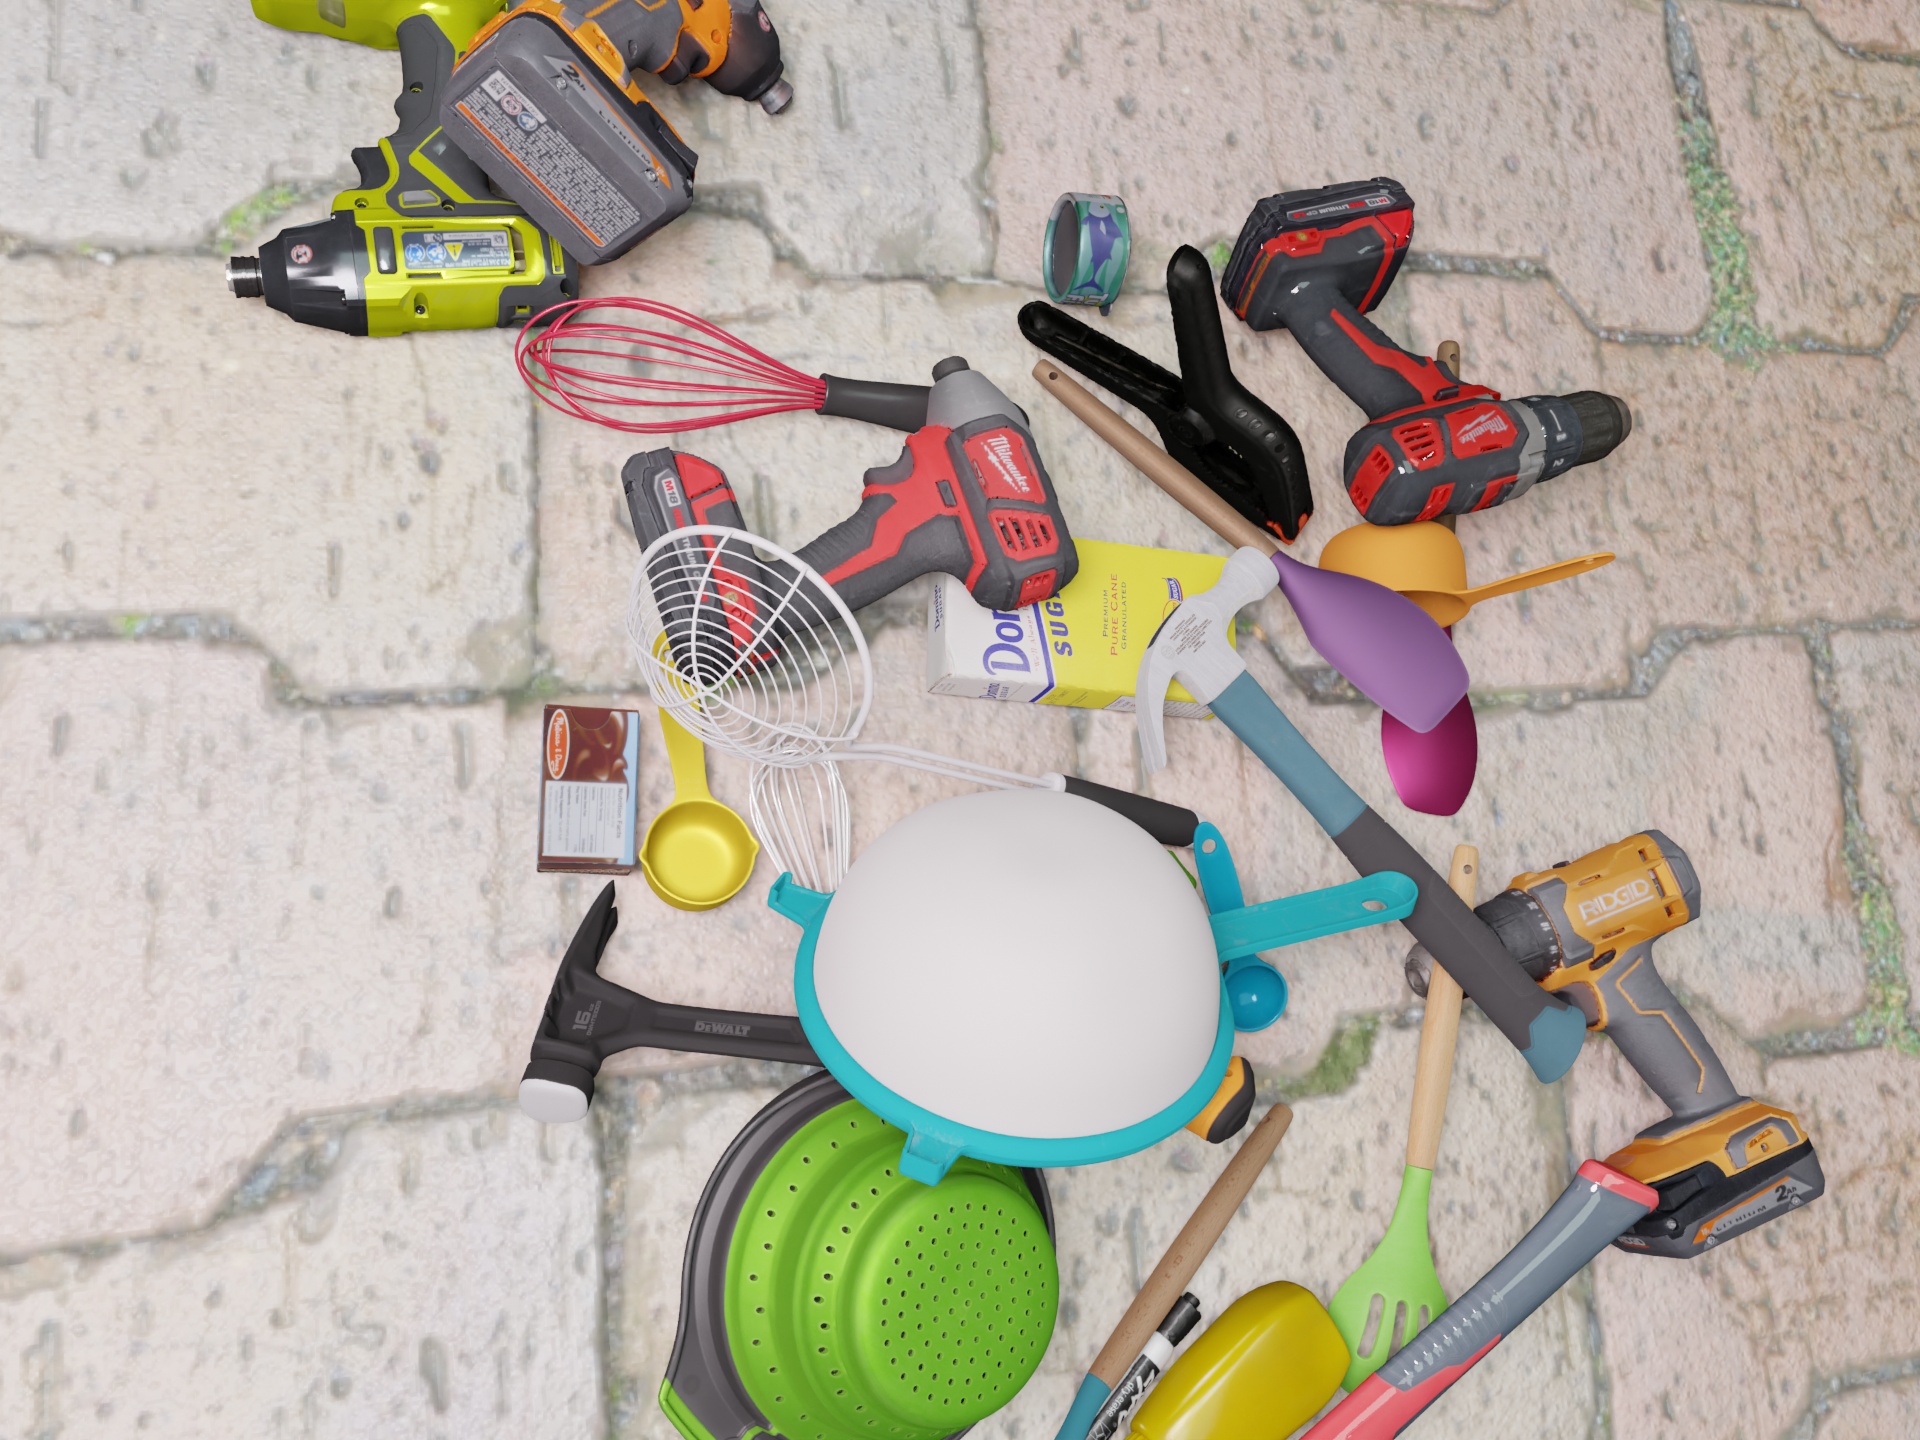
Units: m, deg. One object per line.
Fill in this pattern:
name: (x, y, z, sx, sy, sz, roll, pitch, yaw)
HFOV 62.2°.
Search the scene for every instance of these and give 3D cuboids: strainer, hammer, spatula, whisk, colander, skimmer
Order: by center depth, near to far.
hammer: (-0.028, 0.152, 0.760, 0.337, 0.034, 0.127, 7, 41, 0)
strainer: (0.089, 0.086, 0.761, 0.340, 0.095, 0.211, -9, 37, -23)
colander: (0.027, 0.213, 0.792, 0.204, 0.094, 0.397, 50, 62, -17)
skimmer: (-0.001, -0.003, 0.818, 0.363, 0.127, 0.090, 16, 57, -39)
hammer: (0.221, 0.367, 0.821, 0.386, 0.038, 0.143, -33, 112, -16)
spatula: (0.082, 0.316, 0.827, 0.317, 0.082, 0.044, -47, 108, -27)
whisk: (-0.064, 0.120, 0.830, 0.057, 0.059, 0.246, -10, 84, -48)
hammer: (0.225, 0.065, 0.880, 0.128, 0.033, 0.331, -42, 89, -11)
whisk: (-0.096, -0.184, 0.885, 0.295, 0.073, 0.073, 4, 76, -23)
spatula: (0.163, -0.112, 0.925, 0.316, 0.018, 0.060, 41, 85, 12)

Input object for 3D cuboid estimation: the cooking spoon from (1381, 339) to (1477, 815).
cooking spoon: (0.305, -0.096, 1.013, 0.068, 0.017, 0.319, 10, 75, -14)

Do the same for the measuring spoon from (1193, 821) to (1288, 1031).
measuring spoon: (0.150, 0.114, 0.894, 0.042, 0.021, 0.128, -18, 103, -5)

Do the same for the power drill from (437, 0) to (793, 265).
power drill: (-0.169, -0.349, 0.852, 0.164, 0.084, 0.227, 42, 44, -33)

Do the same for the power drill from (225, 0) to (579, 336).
power drill: (-0.304, -0.315, 0.840, 0.171, 0.080, 0.223, -8, 83, -20)

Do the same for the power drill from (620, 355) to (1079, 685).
power drill: (-0.059, -0.109, 0.843, 0.219, 0.078, 0.143, -16, 76, -10)

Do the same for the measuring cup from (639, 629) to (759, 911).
measuring cup: (-0.146, 0.026, 0.841, 0.062, 0.029, 0.157, -4, 67, -20)

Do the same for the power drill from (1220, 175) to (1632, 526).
power drill: (0.281, -0.223, 0.964, 0.188, 0.080, 0.227, -16, 62, -21)

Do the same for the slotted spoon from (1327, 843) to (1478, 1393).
slotted spoon: (0.259, 0.224, 0.891, 0.070, 0.031, 0.314, 12, 81, -1)

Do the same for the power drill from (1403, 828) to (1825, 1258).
power drill: (0.379, 0.195, 0.936, 0.185, 0.084, 0.226, -18, 79, -13)

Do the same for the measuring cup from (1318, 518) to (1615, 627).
measuring cup: (0.293, -0.095, 0.934, 0.095, 0.173, 0.052, 19, 64, -49)
